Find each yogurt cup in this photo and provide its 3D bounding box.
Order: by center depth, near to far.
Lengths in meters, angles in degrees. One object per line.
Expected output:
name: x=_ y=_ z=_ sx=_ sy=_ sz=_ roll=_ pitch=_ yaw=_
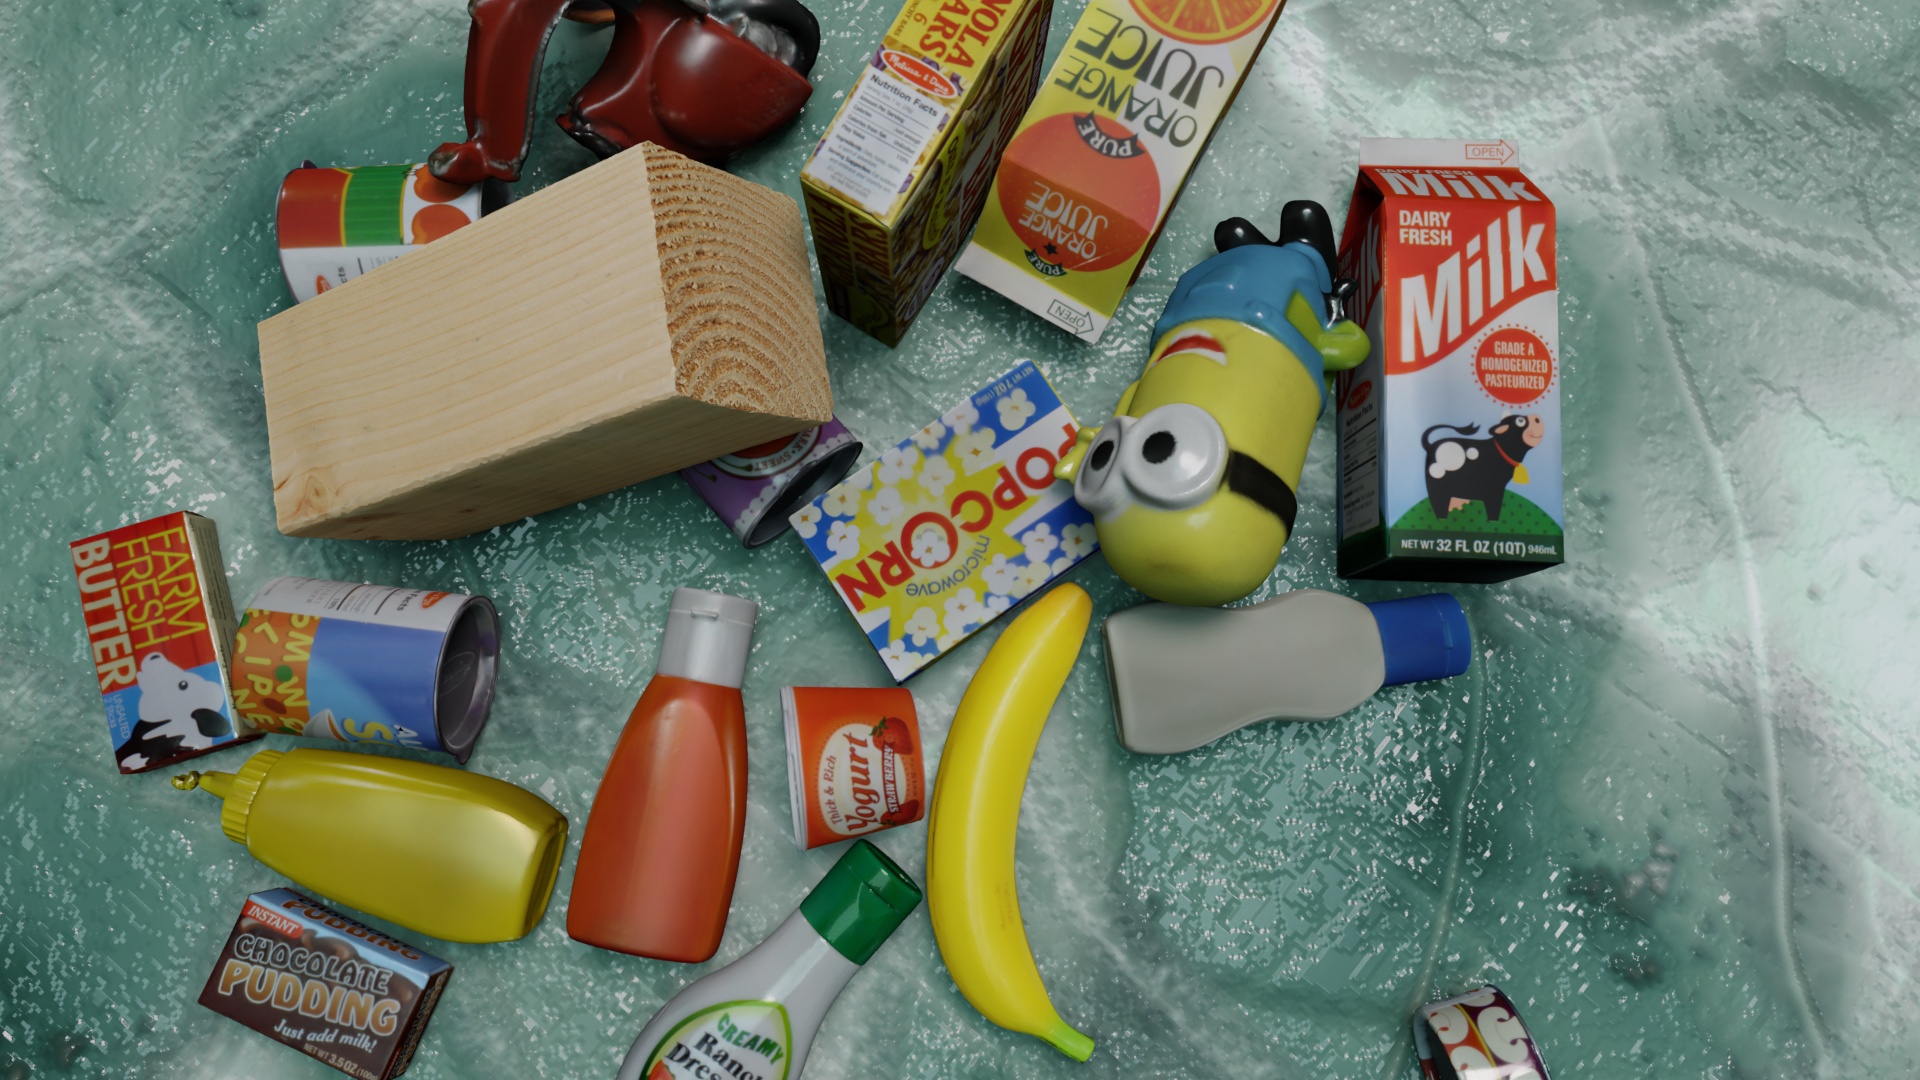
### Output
yogurt cup: x=-0.044 y=0.091 z=0.570 sx=0.054 sy=0.072 sz=0.072 roll=-6 pitch=82 yaw=-9

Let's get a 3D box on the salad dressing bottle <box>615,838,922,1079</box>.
salad dressing bottle: x=-0.077 y=0.188 z=0.564 sx=0.064 sy=0.044 sz=0.148 roll=42 pitch=84 yaw=-5

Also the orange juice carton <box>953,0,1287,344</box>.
orange juice carton: x=0.073 y=-0.183 z=0.603 sx=0.072 sy=0.073 sz=0.193 roll=29 pitch=83 yaw=4

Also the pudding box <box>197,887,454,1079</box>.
pudding box: x=-0.260 y=0.182 z=0.572 sx=0.084 sy=0.030 sz=0.050 roll=24 pitch=82 yaw=3

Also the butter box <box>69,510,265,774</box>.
butter box: x=-0.340 y=0.043 z=0.595 sx=0.053 sy=0.024 sz=0.103 roll=-17 pitch=83 yaw=-3

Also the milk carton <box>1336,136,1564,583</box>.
milk carton: x=0.204 y=-0.080 z=0.588 sx=0.072 sy=0.073 sz=0.190 roll=2 pitch=82 yaw=0

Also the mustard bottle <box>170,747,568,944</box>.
mustard bottle: x=-0.246 y=0.117 z=0.572 sx=0.160 sy=0.049 sz=0.065 roll=16 pitch=87 yaw=3

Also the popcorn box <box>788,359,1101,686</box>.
popcorn box: x=0.002 y=-0.007 z=0.595 sx=0.127 sy=0.038 sz=0.085 roll=-34 pitch=85 yaw=-5

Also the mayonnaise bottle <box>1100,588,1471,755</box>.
mayonnaise bottle: x=0.137 y=0.050 z=0.587 sx=0.148 sy=0.041 sz=0.065 roll=-8 pitch=84 yaw=-2

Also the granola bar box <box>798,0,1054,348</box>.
granola bar box: x=-0.011 y=-0.156 z=0.553 sx=0.039 sy=0.165 sz=0.124 roll=30 pitch=83 yaw=1

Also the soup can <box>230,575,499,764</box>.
soup can: x=-0.243 y=0.054 z=0.573 sx=0.084 sy=0.071 sz=0.071 roll=6 pitch=82 yaw=1

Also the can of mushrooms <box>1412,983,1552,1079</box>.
can of mushrooms: x=0.208 y=0.215 z=0.549 sx=0.033 sy=0.071 sz=0.071 roll=-16 pitch=83 yaw=-1

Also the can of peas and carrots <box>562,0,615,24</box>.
can of peas and carrots: x=-0.160 y=-0.275 z=0.620 sx=0.071 sy=0.071 sz=0.059 roll=-21 pitch=84 yaw=-3

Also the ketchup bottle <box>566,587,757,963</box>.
ketchup bottle: x=-0.117 y=0.095 z=0.578 sx=0.065 sy=0.043 sz=0.149 roll=11 pitch=82 yaw=1

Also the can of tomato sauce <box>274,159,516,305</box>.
can of tomato sauce: x=-0.239 y=-0.130 z=0.599 sx=0.083 sy=0.071 sz=0.071 roll=-3 pitch=82 yaw=-1

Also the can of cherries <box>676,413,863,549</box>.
can of cherries: x=-0.084 y=-0.040 z=0.583 sx=0.071 sy=0.071 sz=0.058 roll=-42 pitch=84 yaw=-5
